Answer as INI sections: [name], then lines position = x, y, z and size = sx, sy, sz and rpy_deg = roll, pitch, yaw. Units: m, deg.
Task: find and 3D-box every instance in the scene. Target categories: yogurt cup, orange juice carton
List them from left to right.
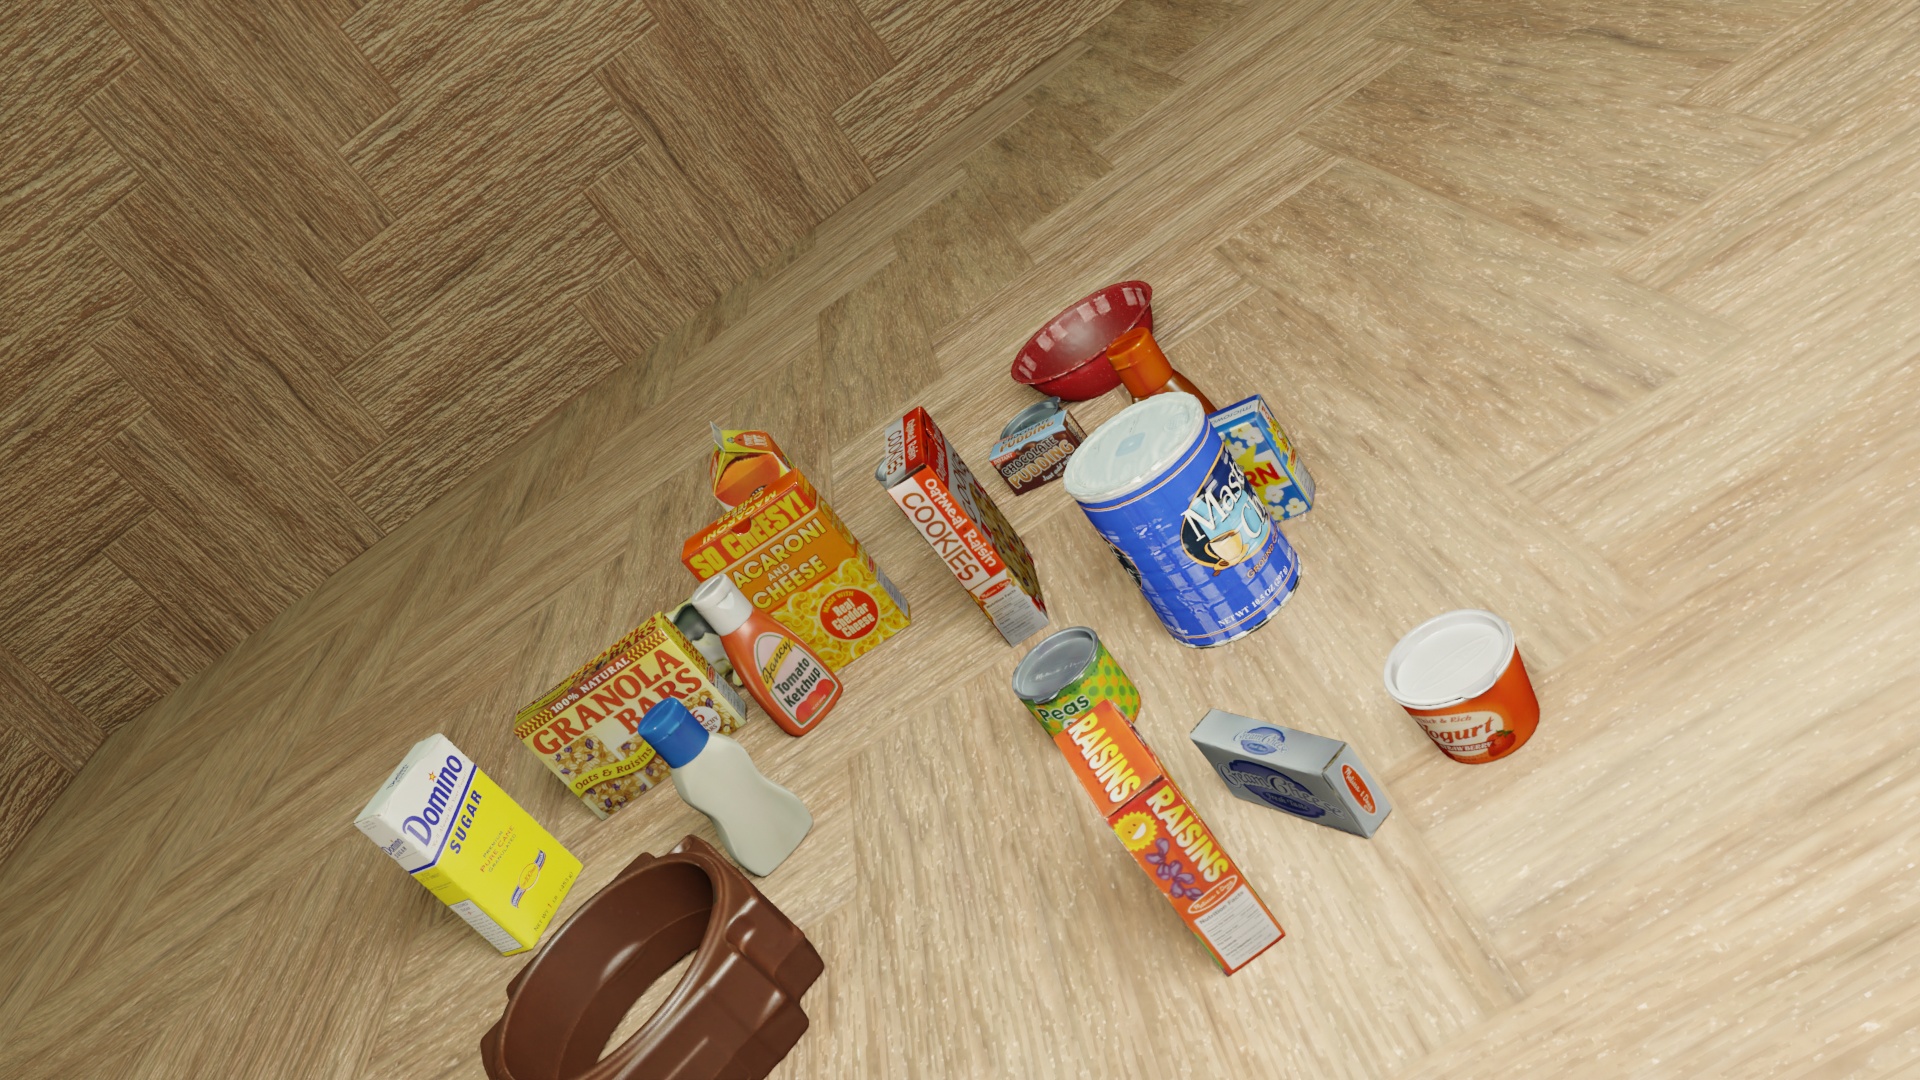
[orange juice carton]
position = -0.182, -0.035, 1.358
size = 0.073, 0.192, 0.072
rpy_deg = -37, 23, 3
[yogurt cup]
position = 0.259, 0.076, 0.710
size = 0.072, 0.054, 0.073
rpy_deg = -31, 24, 16

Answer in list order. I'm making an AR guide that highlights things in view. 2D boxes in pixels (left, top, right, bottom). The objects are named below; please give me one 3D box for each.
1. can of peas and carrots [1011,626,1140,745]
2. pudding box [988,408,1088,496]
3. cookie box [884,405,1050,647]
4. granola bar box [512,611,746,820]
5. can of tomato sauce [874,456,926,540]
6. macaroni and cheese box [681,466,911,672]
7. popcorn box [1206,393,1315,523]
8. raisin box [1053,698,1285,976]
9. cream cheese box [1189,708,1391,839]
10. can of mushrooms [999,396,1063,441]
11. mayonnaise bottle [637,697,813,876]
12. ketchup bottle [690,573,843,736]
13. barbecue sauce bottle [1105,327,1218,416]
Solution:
[can of peas and carrots]
position = 0.077, 0.101, 0.914
size = 0.071, 0.058, 0.071
rpy_deg = -31, 24, 16
[pudding box]
position = 0.074, -0.080, 1.261
size = 0.083, 0.049, 0.030
rpy_deg = -23, 27, 30
[cookie box]
position = 0.004, -0.014, 1.090
size = 0.040, 0.167, 0.123
rpy_deg = -33, 24, 11
[granola bar box]
position = -0.295, 0.158, 1.247
size = 0.165, 0.124, 0.039
rpy_deg = -34, 23, 7
[can of tomato sauce]
position = -0.029, -0.050, 1.307
size = 0.071, 0.083, 0.071
rpy_deg = -31, 24, 16
[macaroni and cheese box]
position = -0.140, 0.037, 1.199
size = 0.123, 0.166, 0.040
rpy_deg = -33, 24, 10
[popcorn box]
position = 0.179, -0.042, 1.000
size = 0.126, 0.085, 0.038
rpy_deg = -23, 27, 30
[raisin box]
position = 0.105, 0.149, 0.705
size = 0.040, 0.123, 0.086
rpy_deg = -37, 23, 2
[cream cheese box]
position = 0.174, 0.123, 0.743
size = 0.024, 0.053, 0.104
rpy_deg = -47, 25, -20
[can of mushrooms]
position = 0.075, -0.102, 1.320
size = 0.071, 0.033, 0.071
rpy_deg = -31, 24, 16
[mayonnaise bottle]
position = -0.174, 0.177, 1.014
size = 0.065, 0.147, 0.041
rpy_deg = -47, 25, -20
[ketchup bottle]
position = -0.164, 0.092, 1.154
size = 0.065, 0.148, 0.043
rpy_deg = -49, 25, -24
[barbecue sauce bottle]
position = 0.161, -0.090, 1.033
size = 0.064, 0.148, 0.044
rpy_deg = -13, 33, 44
